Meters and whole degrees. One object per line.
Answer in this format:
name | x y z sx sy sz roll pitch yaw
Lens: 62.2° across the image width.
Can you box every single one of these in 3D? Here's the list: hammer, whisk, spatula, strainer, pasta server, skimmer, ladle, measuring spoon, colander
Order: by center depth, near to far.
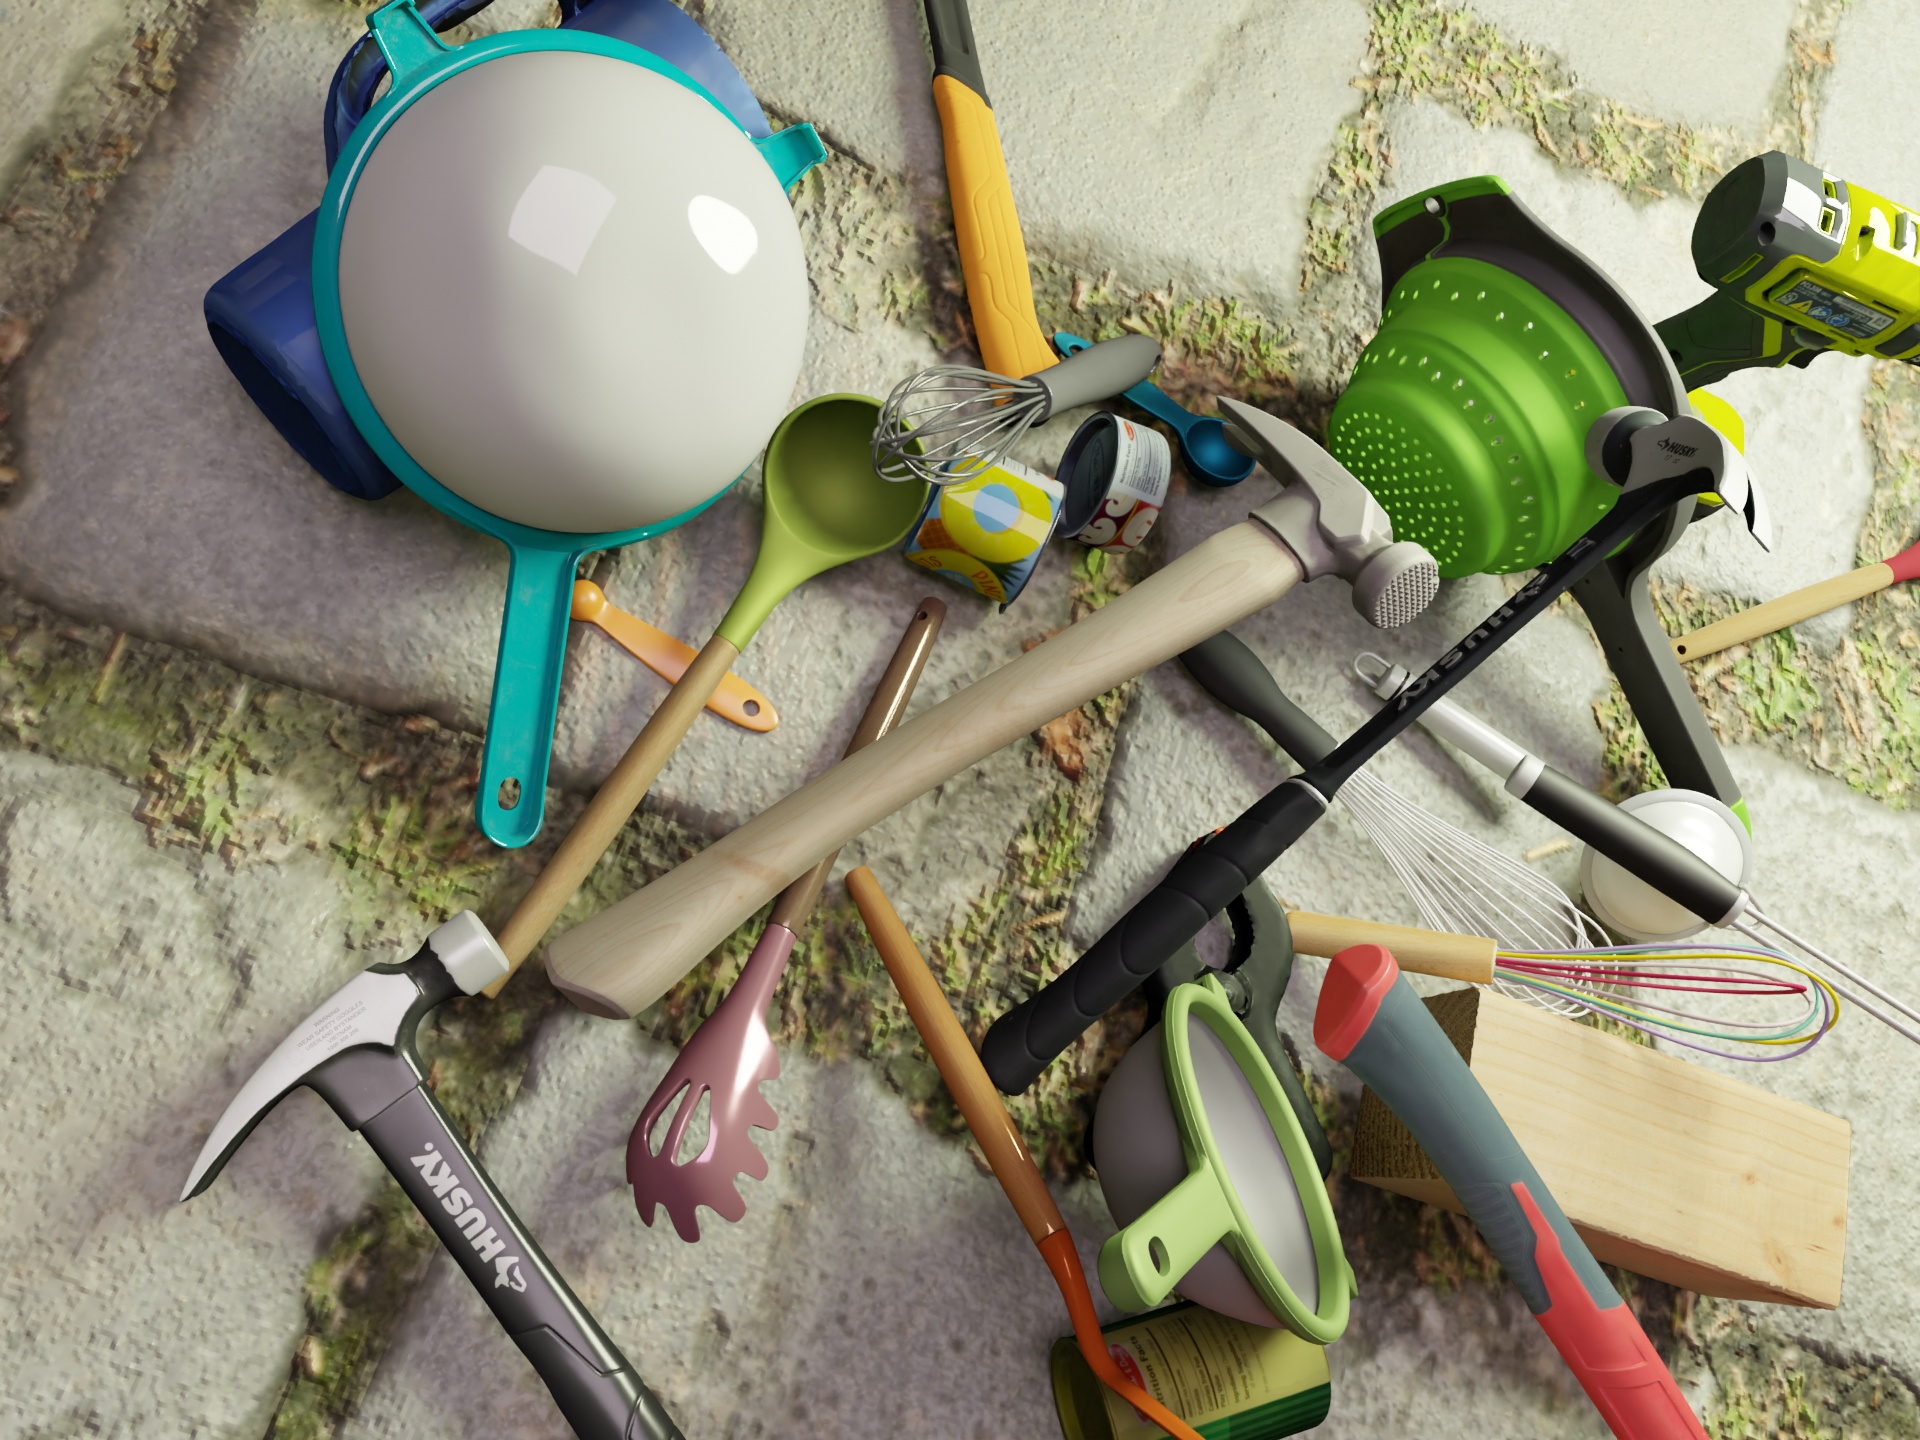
strainer | 0.079 0.189 0.613 0.069 0.256 0.151 -28 77 19
hammer | -0.162 0.251 0.631 0.146 0.035 0.335 -36 89 -15
strainer | -0.150 -0.105 0.642 0.211 0.095 0.340 5 99 -34
spatula | 0.034 0.189 0.663 0.041 0.081 0.323 -29 63 -5
hammer | 0.162 0.023 0.678 0.409 0.149 0.036 -43 101 11
hammer | 0.277 0.242 0.685 0.143 0.038 0.386 -34 105 2
hammer | -0.001 -0.002 0.703 0.410 0.038 0.146 -31 51 -6
ladle | -0.117 -0.015 0.709 0.078 0.062 0.320 36 72 -10
pasta server | -0.068 0.075 0.716 0.060 0.040 0.316 13 61 19
measuring spoon | -0.134 -0.030 0.739 0.117 0.011 0.021 33 68 -6
whisk | 0.272 0.113 0.742 0.245 0.047 0.051 7 67 22
skimmer | 0.414 0.136 0.742 0.363 0.127 0.090 35 33 13
whisk | 0.035 -0.157 0.757 0.055 0.055 0.239 54 41 3
whisk | 0.212 0.047 0.802 0.284 0.070 0.070 43 67 4
colander | 0.293 -0.071 0.812 0.094 0.204 0.397 -34 105 -12
strainer | 0.314 0.041 0.832 0.258 0.050 0.087 35 108 4
hammer | -0.002 -0.314 0.850 0.127 0.034 0.337 -7 76 -19
measuring spoon | 0.100 -0.165 0.850 0.128 0.021 0.042 36 55 6
ladle | 0.533 -0.079 0.949 0.315 0.031 0.069 -18 78 -19

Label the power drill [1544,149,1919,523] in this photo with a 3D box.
power drill | 0.425 -0.187 0.837 0.190 0.228 0.080 19 70 -11
